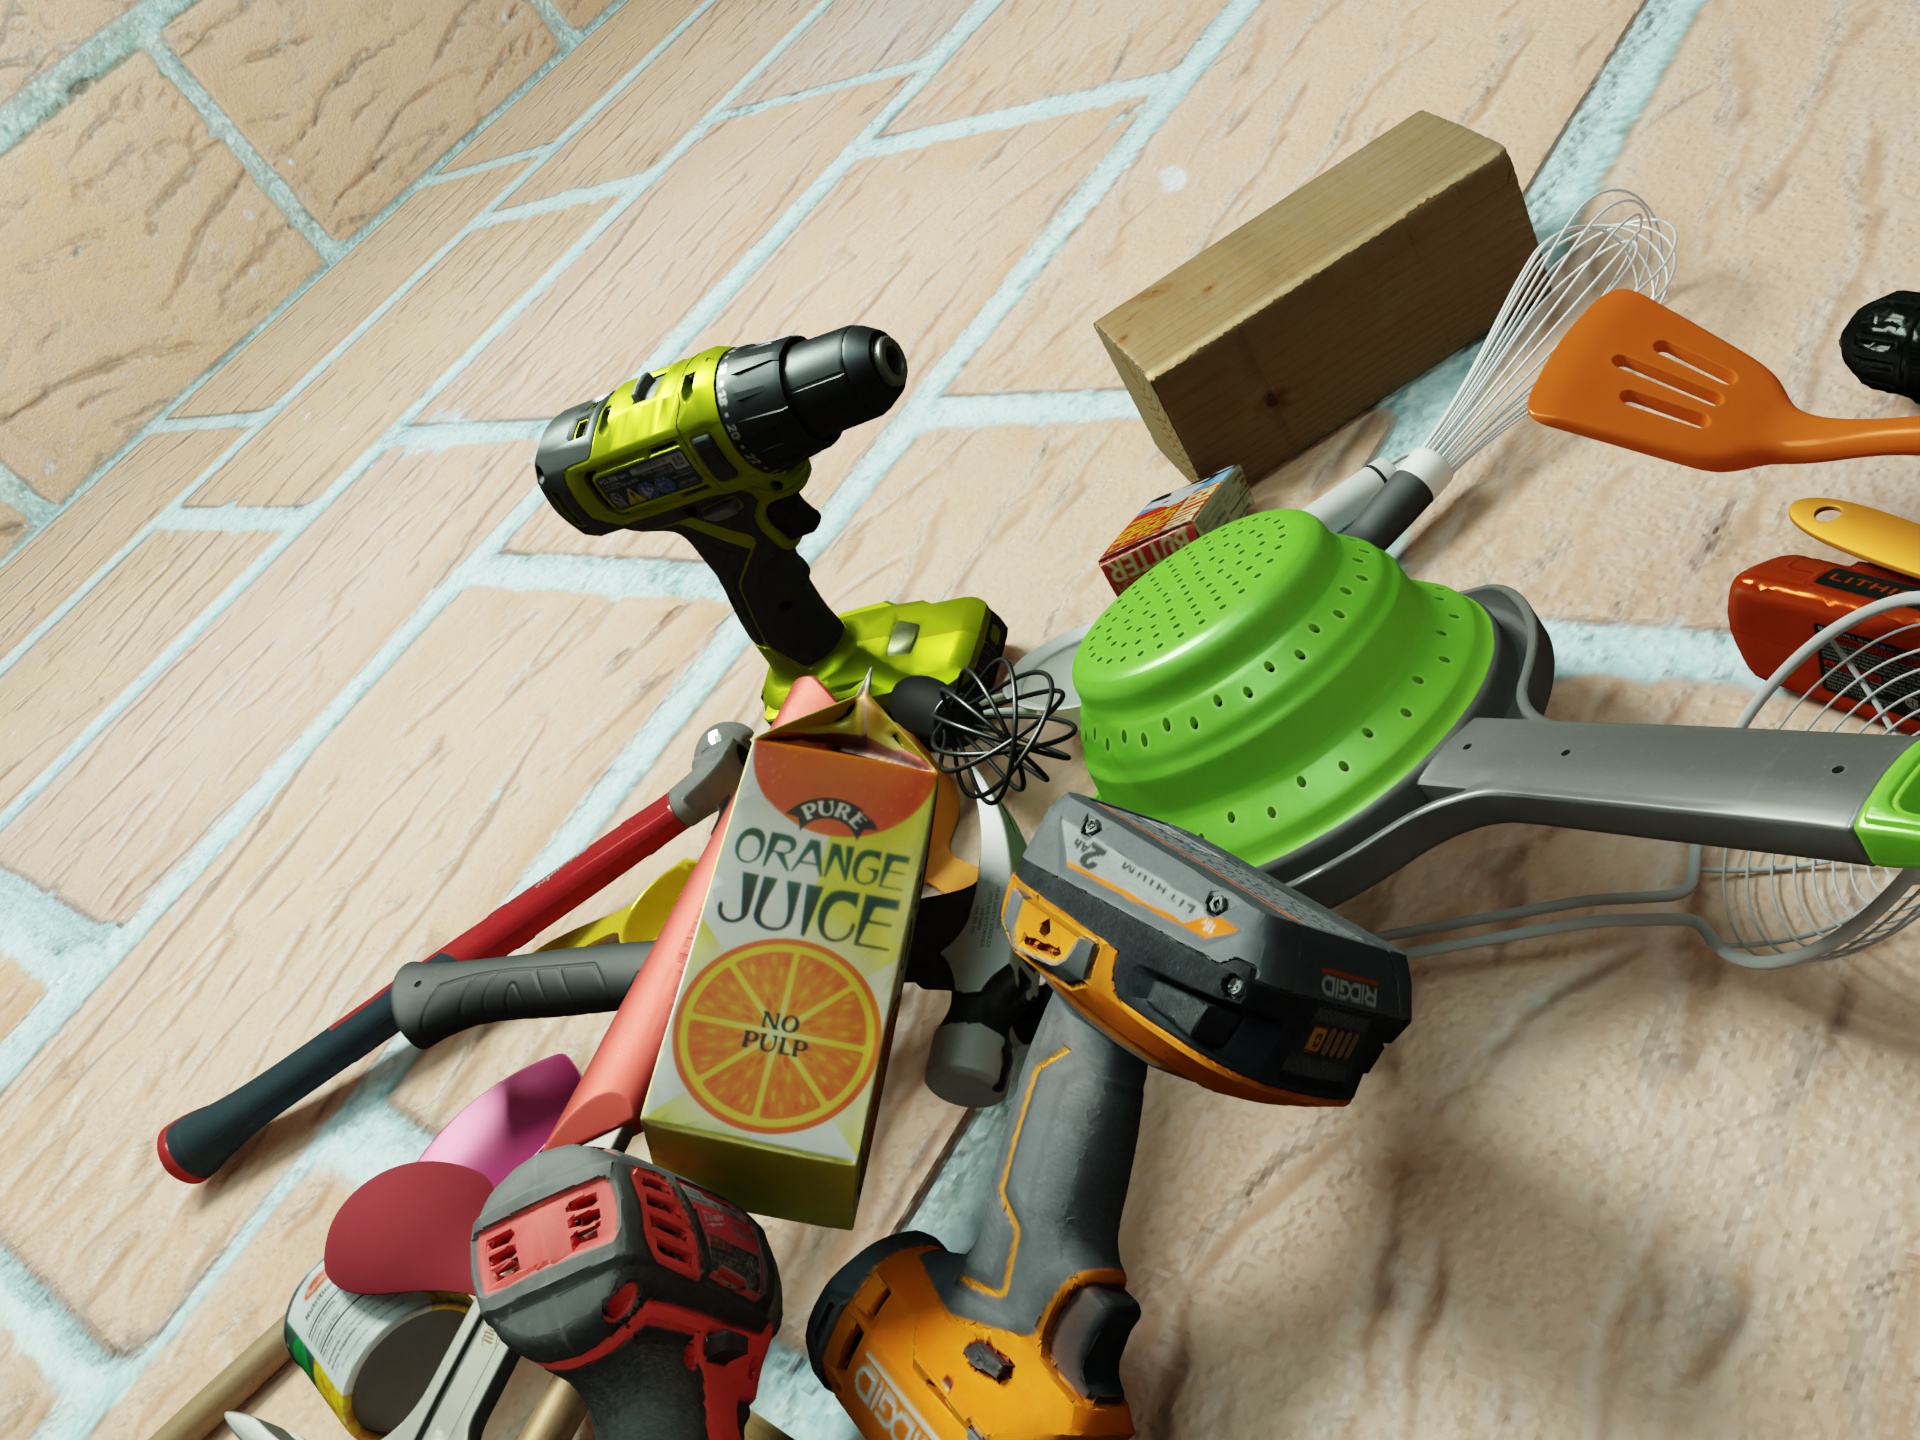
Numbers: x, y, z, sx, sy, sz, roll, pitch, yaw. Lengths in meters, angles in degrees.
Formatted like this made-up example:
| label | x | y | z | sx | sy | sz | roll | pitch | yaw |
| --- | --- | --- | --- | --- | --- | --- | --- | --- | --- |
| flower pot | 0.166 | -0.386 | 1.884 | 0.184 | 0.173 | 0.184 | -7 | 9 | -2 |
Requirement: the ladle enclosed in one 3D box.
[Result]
| label | x | y | z | sx | sy | sz | roll | pitch | yaw |
| --- | --- | --- | --- | --- | --- | --- | --- | --- | --- |
| ladle | -0.132 | 0.234 | 0.590 | 0.316 | 0.031 | 0.069 | 16 | 41 | 33 |

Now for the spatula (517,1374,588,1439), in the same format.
| label | x | y | z | sx | sy | sz | roll | pitch | yaw |
| --- | --- | --- | --- | --- | --- | --- | --- | --- | --- |
| spatula | -0.134 | 0.212 | 0.646 | 0.082 | 0.044 | 0.318 | 1 | 47 | 33 |

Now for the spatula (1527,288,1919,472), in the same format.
| label | x | y | z | sx | sy | sz | roll | pitch | yaw |
| --- | --- | --- | --- | --- | --- | --- | --- | --- | --- |
| spatula | 0.351 | -0.096 | 0.513 | 0.323 | 0.041 | 0.081 | 17 | 58 | 42 |

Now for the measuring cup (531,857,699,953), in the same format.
| label | x | y | z | sx | sy | sz | roll | pitch | yaw |
| --- | --- | --- | --- | --- | --- | --- | --- | --- | --- |
| measuring cup | -0.177 | 0.117 | 0.823 | 0.156 | 0.029 | 0.062 | -25 | 30 | 35 |

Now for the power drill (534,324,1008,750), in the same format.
| label | x | y | z | sx | sy | sz | roll | pitch | yaw |
| --- | --- | --- | --- | --- | --- | --- | --- | --- | --- |
| power drill | -0.071 | -0.084 | 0.780 | 0.190 | 0.228 | 0.080 | -13 | 41 | 29 |

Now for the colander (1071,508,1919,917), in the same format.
| label | x | y | z | sx | sy | sz | roll | pitch | yaw |
| --- | --- | --- | --- | --- | --- | --- | --- | --- | --- |
| colander | 0.145 | -0.012 | 0.536 | 0.204 | 0.094 | 0.397 | -43 | 18 | -18 |

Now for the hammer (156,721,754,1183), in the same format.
| label | x | y | z | sx | sy | sz | roll | pitch | yaw |
| --- | --- | --- | --- | --- | --- | --- | --- | --- | --- |
| hammer | -0.267 | 0.133 | 0.828 | 0.386 | 0.038 | 0.143 | -35 | 12 | 6 |

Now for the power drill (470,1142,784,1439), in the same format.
| label | x | y | z | sx | sy | sz | roll | pitch | yaw |
| --- | --- | --- | --- | --- | --- | --- | --- | --- | --- |
| power drill | -0.071 | 0.241 | 0.461 | 0.078 | 0.143 | 0.220 | -25 | 56 | 6 |

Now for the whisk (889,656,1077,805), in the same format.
| label | x | y | z | sx | sy | sz | roll | pitch | yaw |
| --- | --- | --- | --- | --- | --- | --- | --- | --- | --- |
| whisk | -0.002 | -0.003 | 0.666 | 0.055 | 0.055 | 0.239 | -40 | 11 | -7 |

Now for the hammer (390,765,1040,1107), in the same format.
| label | x | y | z | sx | sy | sz | roll | pitch | yaw |
| --- | --- | --- | --- | --- | --- | --- | --- | --- | --- |
| hammer | -0.119 | 0.105 | 0.700 | 0.335 | 0.035 | 0.146 | -10 | 47 | 26 |

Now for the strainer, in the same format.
| label | x | y | z | sx | sy | sz | roll | pitch | yaw |
| --- | --- | --- | --- | --- | --- | --- | --- | --- | --- |
| strainer | 0.120 | -0.057 | 0.757 | 0.258 | 0.050 | 0.087 | -34 | 26 | -7 |

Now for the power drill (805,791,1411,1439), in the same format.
| label | x | y | z | sx | sy | sz | roll | pitch | yaw |
| --- | --- | --- | --- | --- | --- | --- | --- | --- | --- |
| power drill | 0.046 | 0.154 | 0.485 | 0.164 | 0.084 | 0.226 | 31 | 99 | 52 |

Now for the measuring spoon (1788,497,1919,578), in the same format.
| label | x | y | z | sx | sy | sz | roll | pitch | yaw |
| --- | --- | --- | --- | --- | --- | --- | --- | --- | --- |
| measuring spoon | 0.317 | -0.054 | 0.512 | 0.021 | 0.011 | 0.117 | -38 | 36 | -6 |

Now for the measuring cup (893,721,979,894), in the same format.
| label | x | y | z | sx | sy | sz | roll | pitch | yaw |
| --- | --- | --- | --- | --- | --- | --- | --- | --- | --- |
| measuring cup | -0.027 | 0.051 | 0.741 | 0.095 | 0.052 | 0.174 | -46 | 35 | -14 |

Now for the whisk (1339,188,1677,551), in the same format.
| label | x | y | z | sx | sy | sz | roll | pitch | yaw |
| --- | --- | --- | --- | --- | --- | --- | --- | --- | --- |
| whisk | 0.237 | -0.137 | 0.743 | 0.284 | 0.070 | 0.070 | -48 | 37 | -7 |

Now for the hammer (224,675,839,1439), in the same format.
| label | x | y | z | sx | sy | sz | roll | pitch | yaw |
| --- | --- | --- | --- | --- | --- | --- | --- | --- | --- |
| hammer | -0.134 | 0.131 | 0.626 | 0.149 | 0.036 | 0.359 | 5 | 55 | 30 |

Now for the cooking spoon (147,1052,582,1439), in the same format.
| label | x | y | z | sx | sy | sz | roll | pitch | yaw |
| --- | --- | --- | --- | --- | --- | --- | --- | --- | --- |
| cooking spoon | -0.300 | 0.274 | 0.740 | 0.319 | 0.017 | 0.069 | -42 | 35 | -10 |

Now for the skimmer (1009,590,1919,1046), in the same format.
| label | x | y | z | sx | sy | sz | roll | pitch | yaw |
| --- | --- | --- | --- | --- | --- | --- | --- | --- | --- |
| skimmer | 0.159 | 0.053 | 0.552 | 0.363 | 0.090 | 0.127 | -16 | 31 | 26 |
